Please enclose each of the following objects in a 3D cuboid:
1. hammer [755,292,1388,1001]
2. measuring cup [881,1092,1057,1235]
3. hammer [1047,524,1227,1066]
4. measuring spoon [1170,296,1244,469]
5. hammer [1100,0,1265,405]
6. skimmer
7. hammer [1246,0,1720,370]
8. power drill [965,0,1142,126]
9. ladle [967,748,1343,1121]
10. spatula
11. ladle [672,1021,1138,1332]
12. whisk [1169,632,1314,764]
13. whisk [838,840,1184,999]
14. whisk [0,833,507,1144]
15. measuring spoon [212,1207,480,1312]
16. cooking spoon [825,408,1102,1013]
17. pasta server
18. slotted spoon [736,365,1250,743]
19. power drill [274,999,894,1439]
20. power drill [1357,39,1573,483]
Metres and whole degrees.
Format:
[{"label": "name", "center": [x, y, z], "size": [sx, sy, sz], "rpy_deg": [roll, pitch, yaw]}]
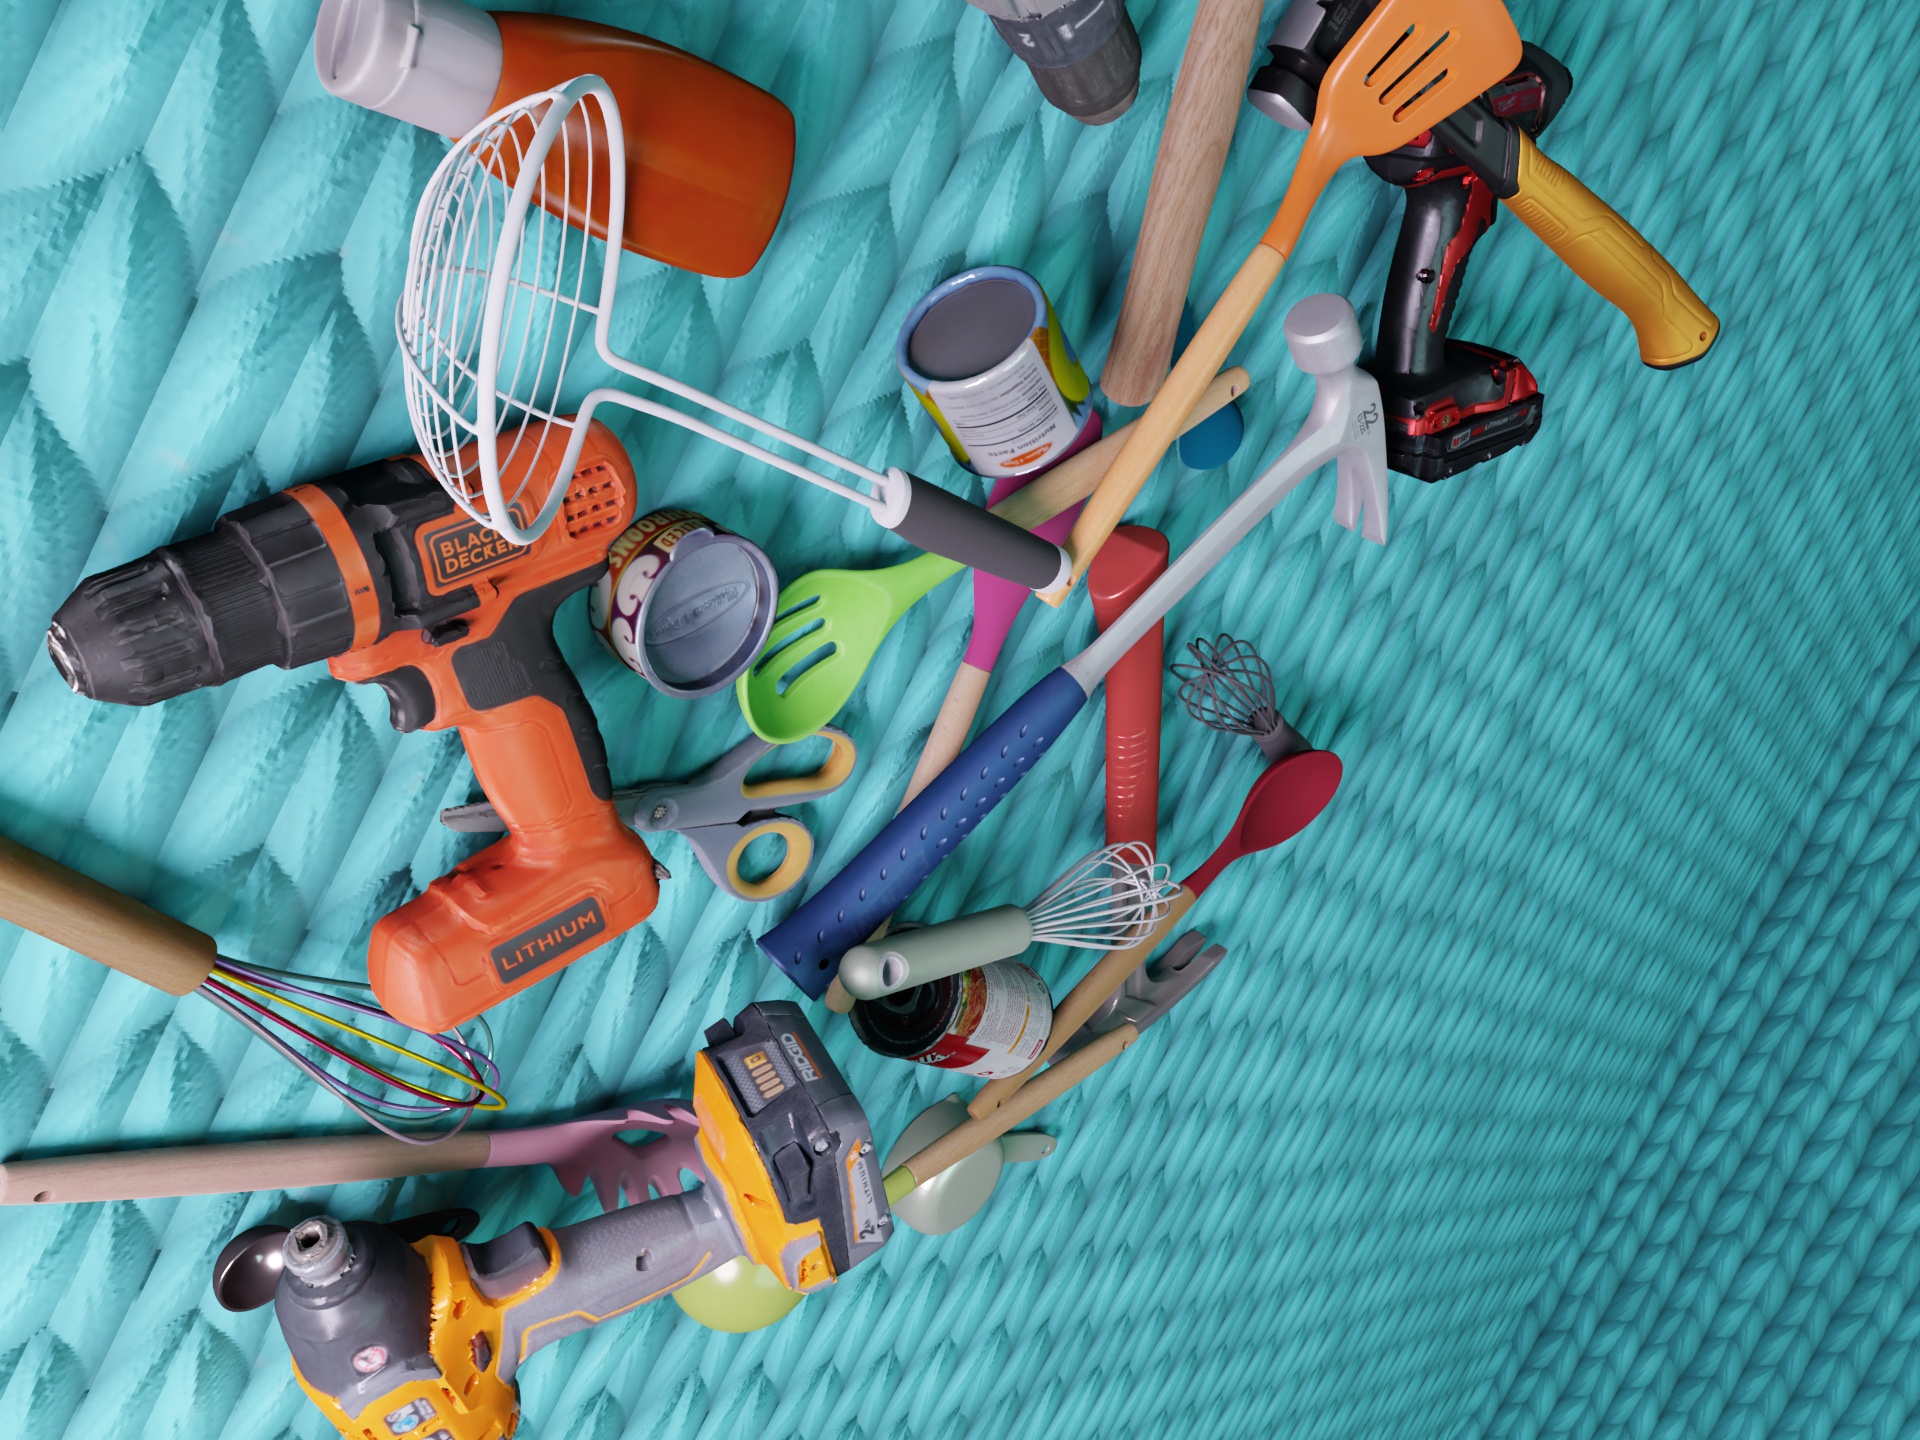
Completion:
[{"label": "hammer", "center": [0.064, -0.021, 0.765], "size": [0.405, 0.035, 0.143], "rpy_deg": [-45, 137, -10]}, {"label": "measuring cup", "center": [0.020, 0.269, 0.958], "size": [0.167, 0.038, 0.083], "rpy_deg": [14, 103, -50]}, {"label": "hammer", "center": [0.105, 0.047, 0.911], "size": [0.149, 0.037, 0.358], "rpy_deg": [-33, 136, -32]}, {"label": "measuring spoon", "center": [0.121, -0.172, 0.793], "size": [0.042, 0.021, 0.128], "rpy_deg": [-49, 143, -15]}, {"label": "hammer", "center": [0.103, -0.263, 0.628], "size": [0.130, 0.031, 0.331], "rpy_deg": [-36, 154, -31]}, {"label": "skimmer", "center": [-0.039, -0.091, 0.545], "size": [0.363, 0.090, 0.127], "rpy_deg": [16, 85, -54]}, {"label": "hammer", "center": [0.287, -0.274, 0.791], "size": [0.336, 0.034, 0.127], "rpy_deg": [24, 102, -34]}, {"label": "power drill", "center": [0.070, -0.347, 0.572], "size": [0.227, 0.080, 0.187], "rpy_deg": [-54, 150, -1]}, {"label": "ladle", "center": [0.115, 0.118, 0.918], "size": [0.315, 0.031, 0.069], "rpy_deg": [-41, 139, -24]}, {"label": "spatula", "center": [0.130, -0.186, 0.706], "size": [0.081, 0.041, 0.322], "rpy_deg": [29, 95, -41]}, {"label": "ladle", "center": [-0.019, 0.231, 0.866], "size": [0.320, 0.062, 0.078], "rpy_deg": [-22, 121, -40]}, {"label": "whisk", "center": [0.183, 0.003, 0.971], "size": [0.055, 0.055, 0.238], "rpy_deg": [-59, 148, -2]}, {"label": "whisk", "center": [0.030, 0.101, 0.785], "size": [0.246, 0.059, 0.058], "rpy_deg": [-8, 98, -49]}, {"label": "whisk", "center": [-0.237, 0.089, 0.533], "size": [0.051, 0.047, 0.244], "rpy_deg": [-52, 140, -9]}, {"label": "measuring spoon", "center": [-0.242, 0.207, 0.633], "size": [0.124, 0.018, 0.034], "rpy_deg": [12, 104, -59]}, {"label": "cooking spoon", "center": [-0.001, -0.002, 0.767], "size": [0.068, 0.017, 0.319], "rpy_deg": [12, 103, -52]}, {"label": "pasta server", "center": [-0.209, 0.176, 0.628], "size": [0.316, 0.040, 0.060], "rpy_deg": [14, 113, -52]}, {"label": "slotted spoon", "center": [0.022, -0.088, 0.713], "size": [0.314, 0.031, 0.070], "rpy_deg": [-35, 132, -25]}, {"label": "power drill", "center": [-0.147, 0.203, 0.627], "size": [0.226, 0.084, 0.164], "rpy_deg": [-25, 137, -17]}, {"label": "power drill", "center": [0.273, -0.254, 0.871], "size": [0.143, 0.079, 0.219], "rpy_deg": [-25, 128, -31]}]
